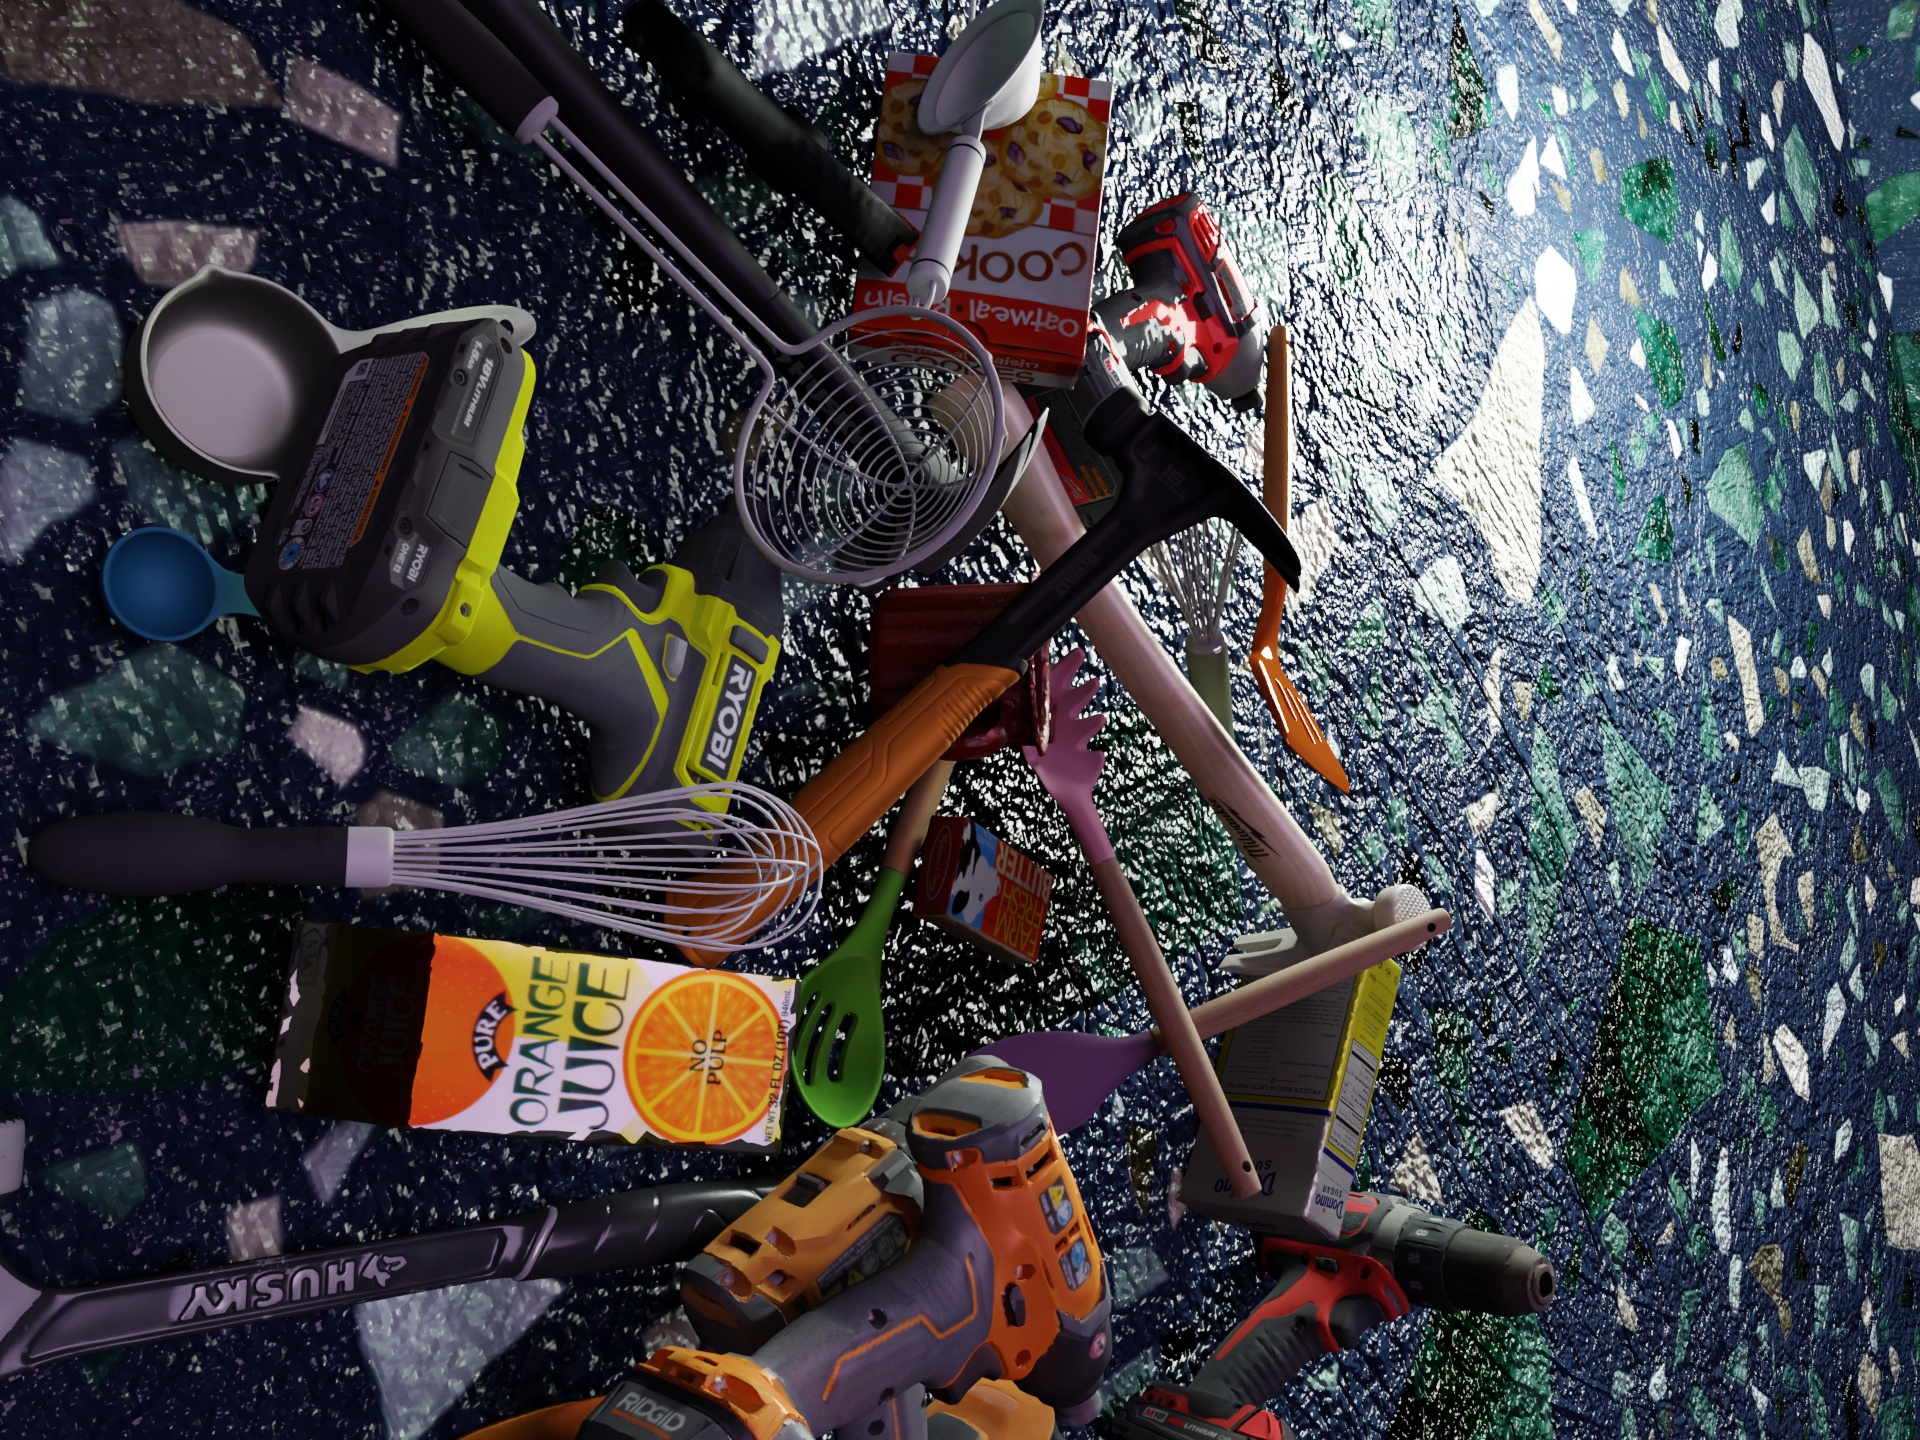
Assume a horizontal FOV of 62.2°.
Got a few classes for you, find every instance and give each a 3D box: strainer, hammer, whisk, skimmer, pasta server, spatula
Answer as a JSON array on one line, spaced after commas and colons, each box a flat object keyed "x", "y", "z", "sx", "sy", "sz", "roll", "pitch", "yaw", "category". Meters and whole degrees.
[{"x": 0.004, "y": -0.275, "z": 0.770, "sx": 0.050, "sy": 0.087, "sz": 0.259, "roll": 39, "pitch": 46, "yaw": -31, "category": "strainer"}, {"x": -0.001, "y": -0.002, "z": 0.723, "sx": 0.337, "sy": 0.034, "sz": 0.127, "roll": -43, "pitch": 72, "yaw": -5, "category": "hammer"}, {"x": 0.142, "y": -0.052, "z": 0.928, "sx": 0.058, "sy": 0.059, "sz": 0.246, "roll": -93, "pitch": 172, "yaw": -47, "category": "whisk"}, {"x": -0.133, "y": -0.206, "z": 0.651, "sx": 0.363, "sy": 0.090, "sz": 0.127, "roll": 44, "pitch": 96, "yaw": -10, "category": "skimmer"}, {"x": 0.090, "y": 0.098, "z": 0.844, "sx": 0.060, "sy": 0.040, "sz": 0.316, "roll": -12, "pitch": 68, "yaw": -28, "category": "pasta server"}, {"x": 0.198, "y": -0.110, "z": 0.954, "sx": 0.081, "sy": 0.041, "sz": 0.323, "roll": 33, "pitch": 53, "yaw": -43, "category": "spatula"}, {"x": 0.126, "y": 0.161, "z": 0.851, "sx": 0.316, "sy": 0.018, "sz": 0.060, "roll": -19, "pitch": 89, "yaw": -13, "category": "spatula"}, {"x": 0.106, "y": -0.018, "z": 0.917, "sx": 0.410, "sy": 0.146, "sz": 0.038, "roll": 54, "pitch": 50, "yaw": -12, "category": "hammer"}, {"x": -0.101, "y": -0.205, "z": 0.728, "sx": 0.334, "sy": 0.146, "sz": 0.035, "roll": 47, "pitch": 47, "yaw": -19, "category": "hammer"}, {"x": -0.188, "y": 0.051, "z": 0.598, "sx": 0.284, "sy": 0.070, "sz": 0.070, "roll": 4, "pitch": 81, "yaw": -22, "category": "whisk"}, {"x": -0.188, "y": 0.217, "z": 0.634, "sx": 0.408, "sy": 0.036, "sz": 0.149, "roll": 7, "pitch": 81, "yaw": -43, "category": "hammer"}]

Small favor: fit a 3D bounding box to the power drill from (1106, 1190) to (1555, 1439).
[{"x": 0.211, "y": 0.359, "z": 0.894, "sx": 0.227, "sy": 0.188, "sz": 0.080, "roll": -41, "pitch": 111, "yaw": -35, "category": "power drill"}]

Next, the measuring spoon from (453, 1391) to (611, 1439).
[{"x": -0.165, "y": 0.294, "z": 0.659, "sx": 0.116, "sy": 0.011, "sz": 0.021, "roll": 1, "pitch": 84, "yaw": -44, "category": "measuring spoon"}]

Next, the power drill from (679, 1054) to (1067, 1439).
[{"x": -0.015, "y": 0.283, "z": 0.735, "sx": 0.185, "sy": 0.084, "sz": 0.226, "roll": -35, "pitch": 115, "yaw": -37, "category": "power drill"}]

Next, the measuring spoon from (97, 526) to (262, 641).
[{"x": -0.268, "y": -0.045, "z": 0.612, "sx": 0.128, "sy": 0.021, "sz": 0.042, "roll": 7, "pitch": 79, "yaw": -52, "category": "measuring spoon"}]

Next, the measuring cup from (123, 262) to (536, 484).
[{"x": -0.245, "y": -0.141, "z": 0.630, "sx": 0.167, "sy": 0.038, "sz": 0.083, "roll": -27, "pitch": 103, "yaw": -45, "category": "measuring cup"}]

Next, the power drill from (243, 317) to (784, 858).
[{"x": -0.160, "y": -0.057, "z": 0.652, "sx": 0.223, "sy": 0.080, "sz": 0.171, "roll": 39, "pitch": 59, "yaw": -51, "category": "power drill"}]

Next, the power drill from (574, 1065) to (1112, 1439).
[{"x": -0.023, "y": 0.265, "z": 0.627, "sx": 0.226, "sy": 0.084, "sz": 0.164, "roll": -33, "pitch": 110, "yaw": -41, "category": "power drill"}]

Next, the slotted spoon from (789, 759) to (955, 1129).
[{"x": -0.025, "y": 0.058, "z": 0.819, "sx": 0.070, "sy": 0.031, "sz": 0.314, "roll": 43, "pitch": 55, "yaw": -36, "category": "slotted spoon"}]

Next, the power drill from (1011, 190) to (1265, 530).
[{"x": 0.116, "y": -0.214, "z": 0.963, "sx": 0.143, "sy": 0.078, "sz": 0.220, "roll": 58, "pitch": 47, "yaw": -22, "category": "power drill"}]
